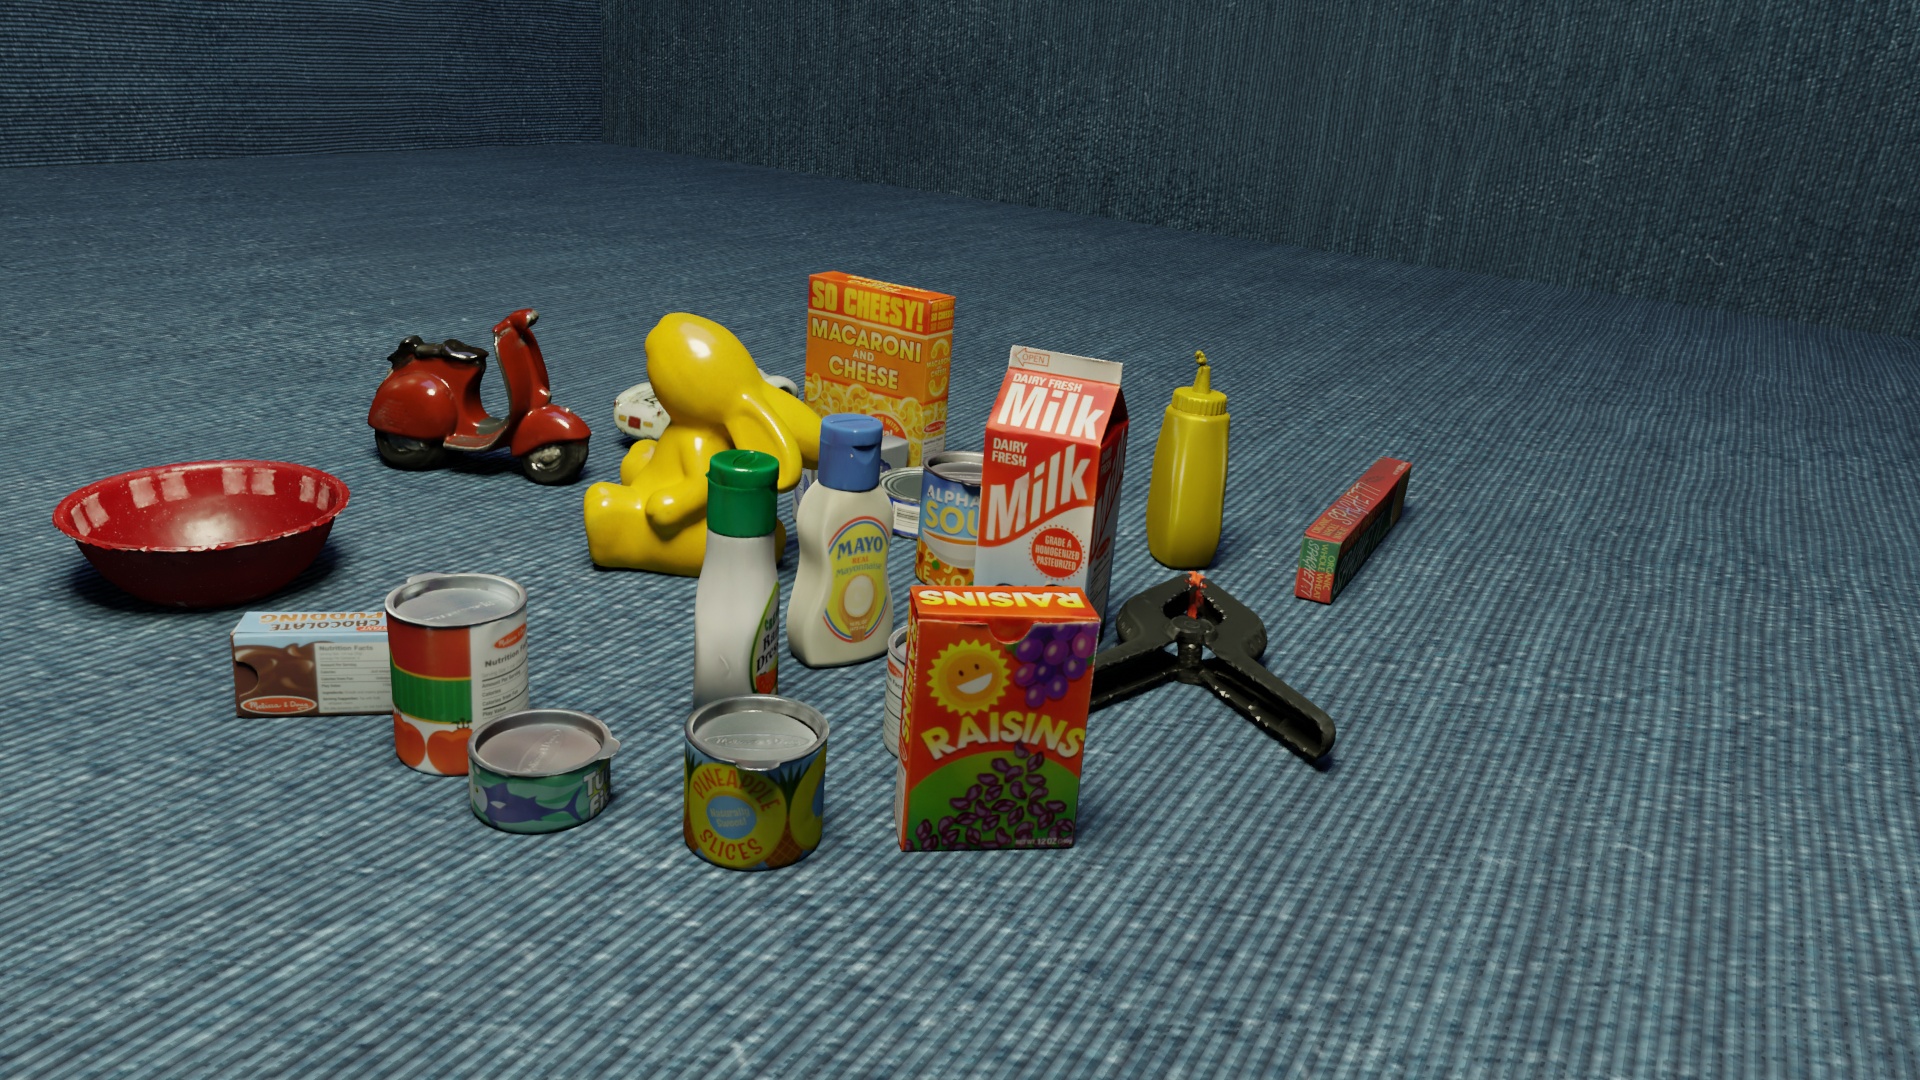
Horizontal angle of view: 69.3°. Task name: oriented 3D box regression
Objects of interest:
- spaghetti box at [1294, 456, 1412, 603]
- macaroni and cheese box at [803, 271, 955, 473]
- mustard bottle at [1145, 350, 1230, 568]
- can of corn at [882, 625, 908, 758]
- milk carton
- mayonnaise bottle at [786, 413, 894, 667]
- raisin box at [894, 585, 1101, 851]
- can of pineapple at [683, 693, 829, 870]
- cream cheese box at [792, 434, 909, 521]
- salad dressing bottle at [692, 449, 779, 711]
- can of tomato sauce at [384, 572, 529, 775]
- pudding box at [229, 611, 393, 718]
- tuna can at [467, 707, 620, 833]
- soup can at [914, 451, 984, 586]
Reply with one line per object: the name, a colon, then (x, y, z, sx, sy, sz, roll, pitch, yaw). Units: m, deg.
spaghetti box: (0.310, -0.013, 1.087, 0.029, 0.050, 0.251, 15, 23, 25)
macaroni and cheese box: (-0.070, -0.128, 1.140, 0.124, 0.165, 0.040, 17, 23, 30)
mustard bottle: (0.171, -0.061, 1.025, 0.049, 0.159, 0.065, 0, 21, -13)
can of corn: (-0.005, 0.083, 0.747, 0.071, 0.058, 0.071, 4, 20, -2)
milk carton: (0.055, -0.021, 0.850, 0.072, 0.189, 0.074, 11, 21, 17)
mayonnaise bottle: (-0.069, 0.000, 0.825, 0.065, 0.147, 0.041, -9, 24, -33)
raisin box: (0.015, 0.084, 0.655, 0.086, 0.123, 0.040, 2, 20, -9)
can of pineapple: (-0.096, 0.112, 0.647, 0.071, 0.057, 0.071, 4, 20, -2)
cream cheese box: (-0.085, -0.047, 1.082, 0.024, 0.053, 0.104, 22, 26, 38)
salad dressing bottle: (-0.118, 0.026, 0.744, 0.044, 0.147, 0.064, 8, 20, 7)
can of tomato sauce: (-0.253, 0.066, 0.699, 0.071, 0.082, 0.071, 4, 20, -2)
pudding box: (-0.334, 0.064, 0.731, 0.084, 0.049, 0.030, 0, 21, -14)
tuna can: (-0.198, 0.110, 0.666, 0.071, 0.032, 0.071, 4, 20, -2)
soup can: (0.003, -0.012, 0.966, 0.071, 0.083, 0.071, 4, 20, -2)
